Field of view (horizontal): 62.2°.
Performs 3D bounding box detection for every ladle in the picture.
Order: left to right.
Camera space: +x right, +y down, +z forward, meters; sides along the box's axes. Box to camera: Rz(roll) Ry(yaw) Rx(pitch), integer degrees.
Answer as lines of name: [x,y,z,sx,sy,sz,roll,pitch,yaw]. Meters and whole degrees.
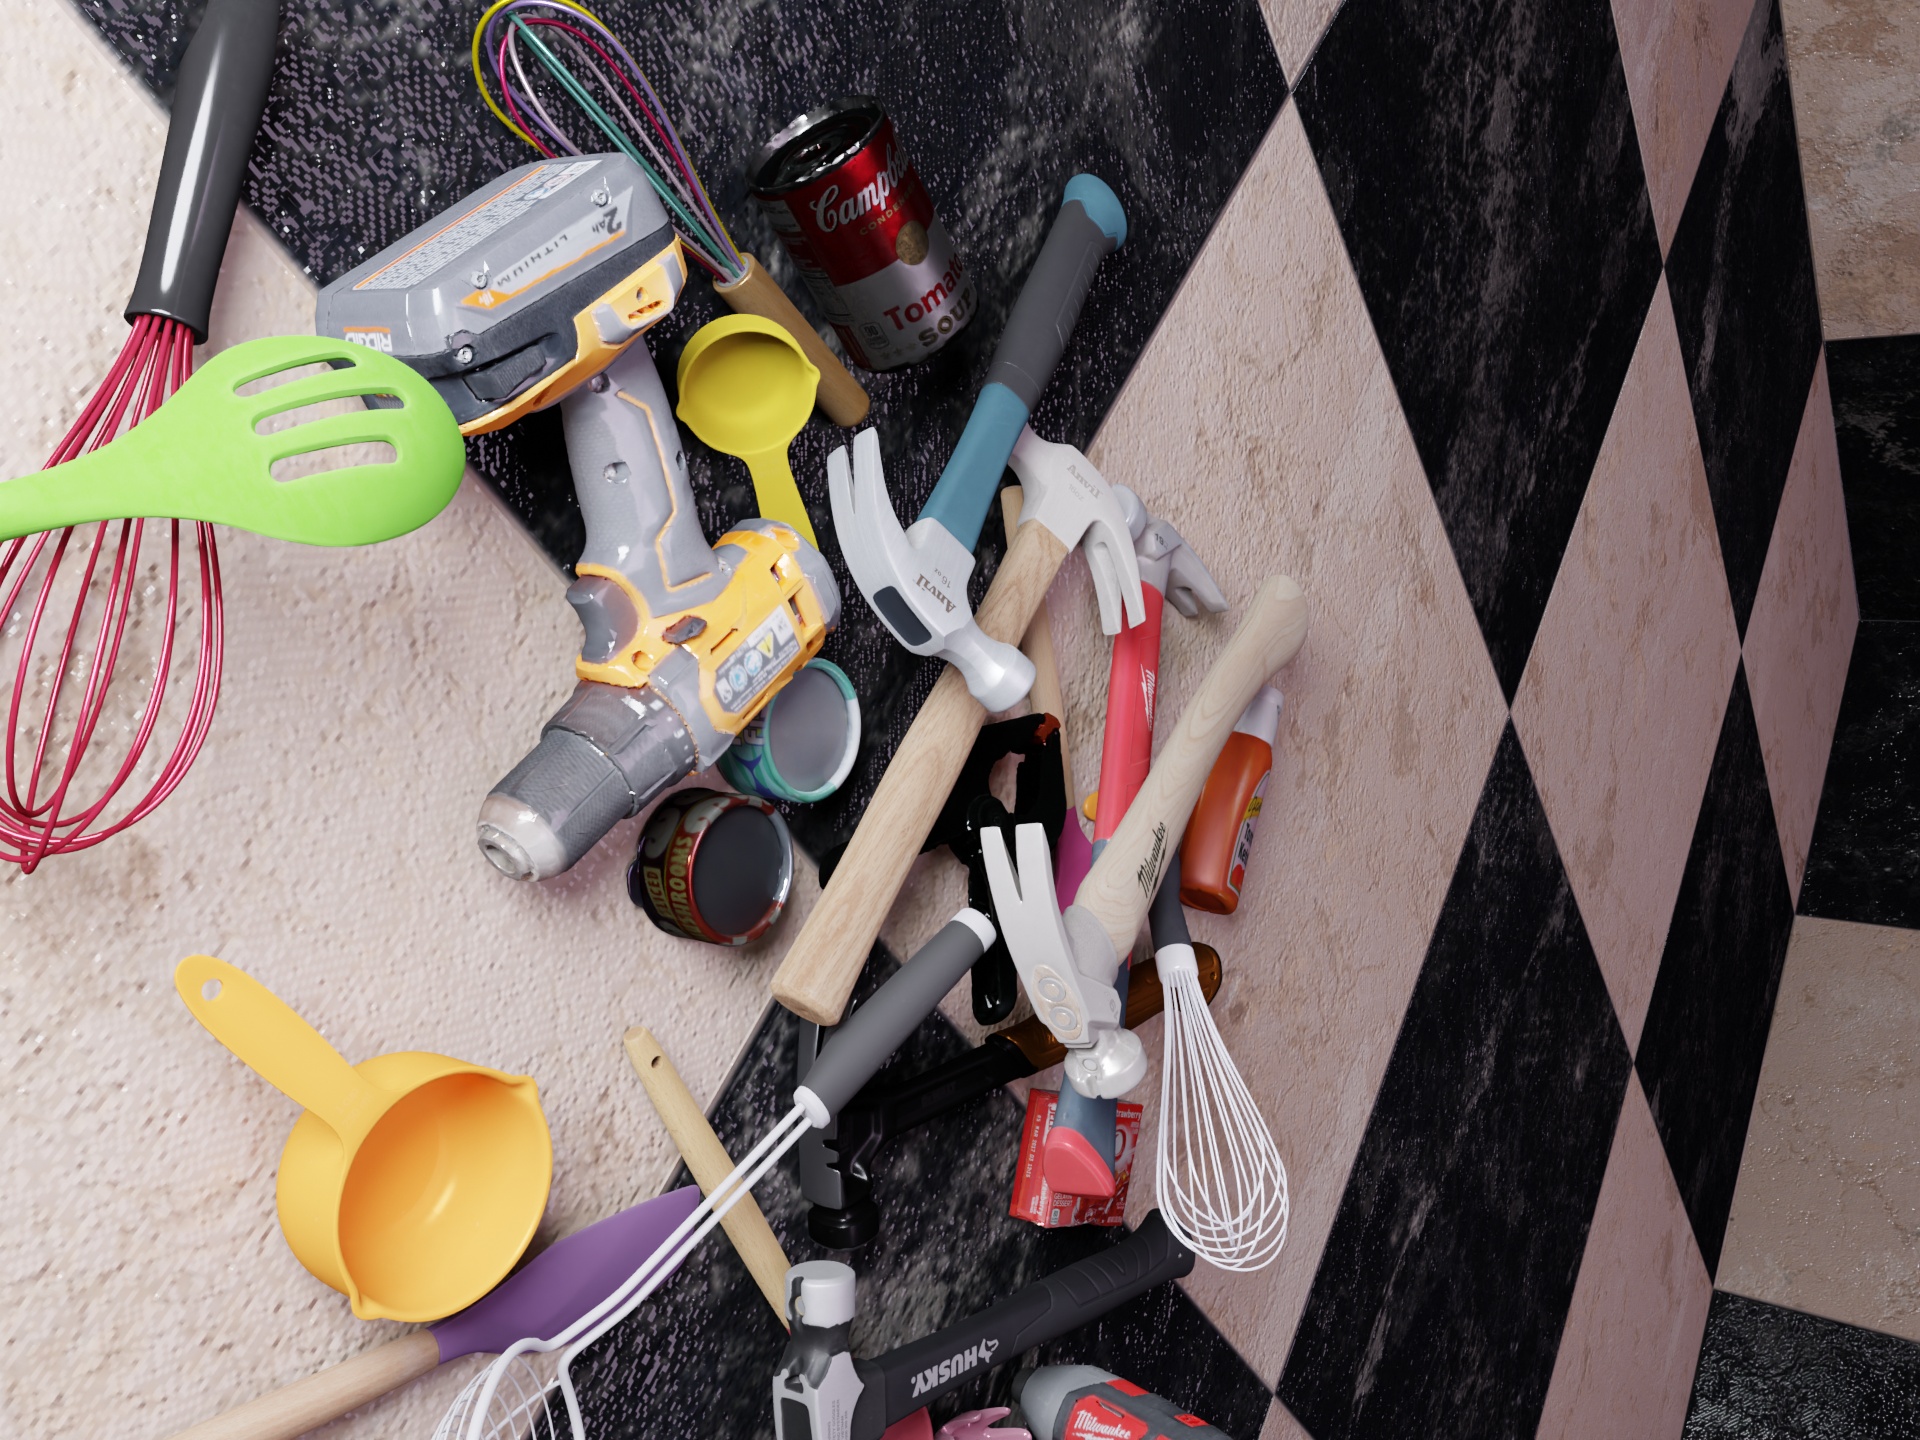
ladle: [-0.085,0.261,0.738,0.069,0.031,0.315,-43,124,-36]

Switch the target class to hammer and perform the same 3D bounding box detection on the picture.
hammer: [-0.001,-0.002,0.773,0.130,0.031,0.331,38,61,-21]
hammer: [0.027,-0.164,0.788,0.128,0.033,0.331,41,49,-24]
hammer: [0.029,0.322,0.834,0.334,0.035,0.146,1,88,-52]
hammer: [0.042,0.168,0.870,0.336,0.034,0.127,-11,103,-48]
hammer: [0.095,0.069,0.889,0.143,0.038,0.387,36,55,-50]
hammer: [0.123,0.014,0.872,0.411,0.038,0.146,-51,127,-50]

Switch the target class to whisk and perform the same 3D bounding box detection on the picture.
whisk: [-0.242,-0.100,0.477,0.073,0.073,0.296,22,71,-51]
whisk: [-0.110,-0.198,0.656,0.047,0.051,0.244,-53,140,-6]
whisk: [0.126,0.164,0.879,0.070,0.070,0.285,46,28,-44]

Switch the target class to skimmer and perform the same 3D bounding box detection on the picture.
skimmer: [-0.081,0.216,0.648,0.363,0.090,0.127,-44,142,-30]

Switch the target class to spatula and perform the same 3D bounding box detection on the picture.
spatula: [-0.215,0.239,0.575,0.315,0.018,0.059,-8,117,-51]

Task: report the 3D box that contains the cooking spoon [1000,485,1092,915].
cooking spoon: [0.054,0.024,0.898,0.069,0.017,0.318,-26,114,-42]

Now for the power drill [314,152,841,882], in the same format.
power drill: [-0.144,-0.067,0.591,0.185,0.084,0.226,-50,134,-34]

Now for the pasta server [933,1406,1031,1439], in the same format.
pasta server: [-0.065,0.474,0.775,0.060,0.040,0.316,56,51,-18]

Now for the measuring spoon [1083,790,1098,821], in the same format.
measuring spoon: [0.111,0.052,0.979,0.116,0.011,0.021,1,93,-52]

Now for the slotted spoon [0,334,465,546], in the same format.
slotted spoon: [-0.274,-0.041,0.397,0.314,0.031,0.070,-24,80,-29]

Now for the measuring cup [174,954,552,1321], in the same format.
measuring cup: [-0.214,0.132,0.541,0.095,0.052,0.173,-57,132,-32]

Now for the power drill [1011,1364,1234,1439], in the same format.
power drill: [0.054,0.464,0.854,0.078,0.143,0.220,37,71,-43]

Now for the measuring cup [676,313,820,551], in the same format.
measuring cup: [-0.083,-0.106,0.701,0.062,0.029,0.156,-18,131,-6]
